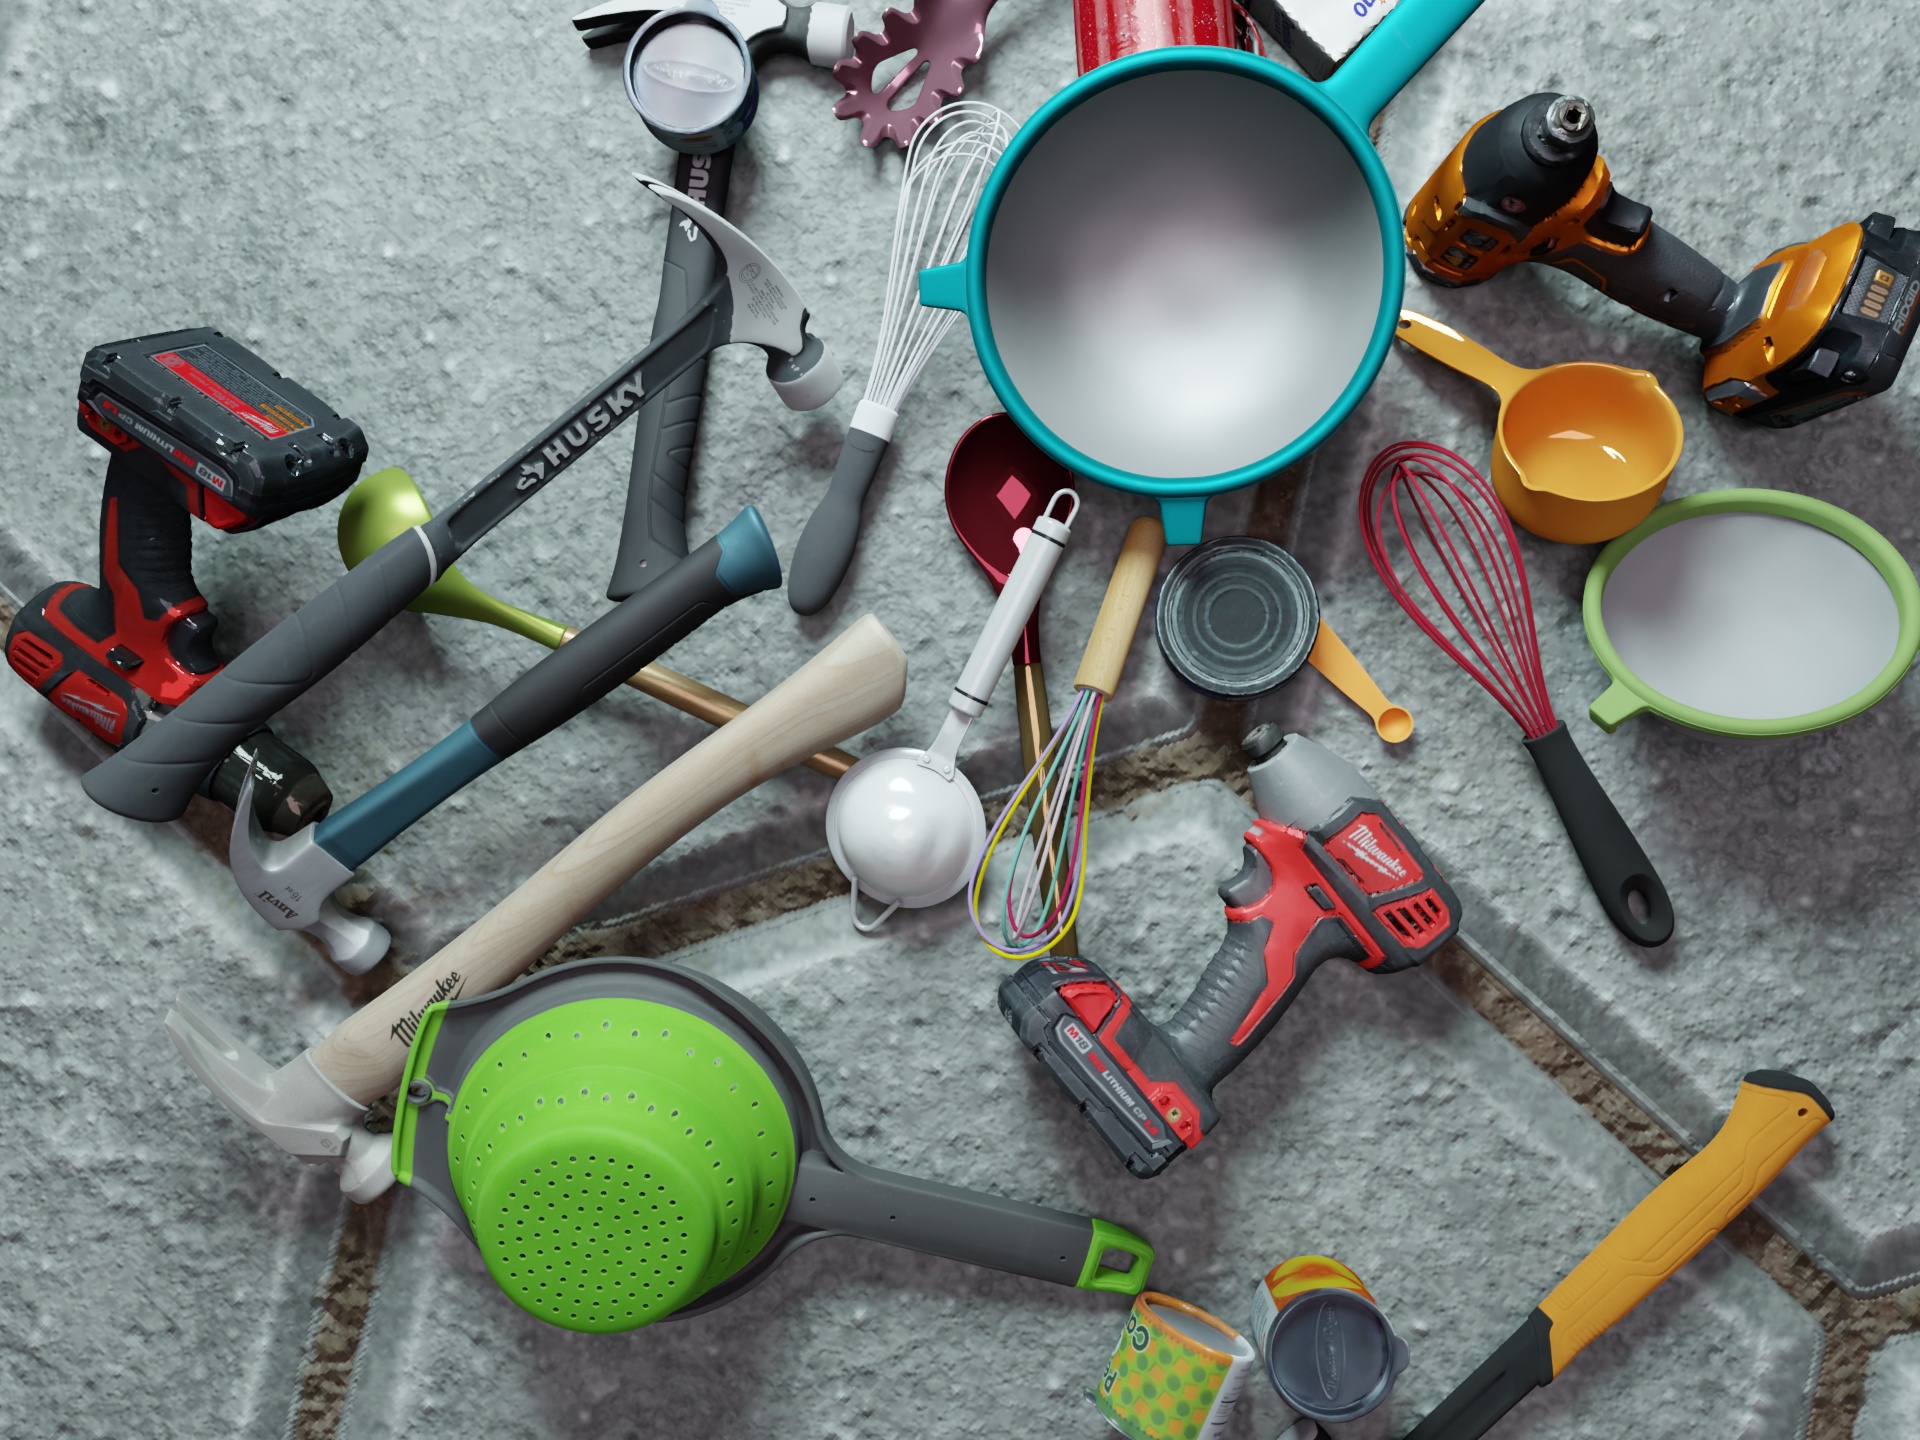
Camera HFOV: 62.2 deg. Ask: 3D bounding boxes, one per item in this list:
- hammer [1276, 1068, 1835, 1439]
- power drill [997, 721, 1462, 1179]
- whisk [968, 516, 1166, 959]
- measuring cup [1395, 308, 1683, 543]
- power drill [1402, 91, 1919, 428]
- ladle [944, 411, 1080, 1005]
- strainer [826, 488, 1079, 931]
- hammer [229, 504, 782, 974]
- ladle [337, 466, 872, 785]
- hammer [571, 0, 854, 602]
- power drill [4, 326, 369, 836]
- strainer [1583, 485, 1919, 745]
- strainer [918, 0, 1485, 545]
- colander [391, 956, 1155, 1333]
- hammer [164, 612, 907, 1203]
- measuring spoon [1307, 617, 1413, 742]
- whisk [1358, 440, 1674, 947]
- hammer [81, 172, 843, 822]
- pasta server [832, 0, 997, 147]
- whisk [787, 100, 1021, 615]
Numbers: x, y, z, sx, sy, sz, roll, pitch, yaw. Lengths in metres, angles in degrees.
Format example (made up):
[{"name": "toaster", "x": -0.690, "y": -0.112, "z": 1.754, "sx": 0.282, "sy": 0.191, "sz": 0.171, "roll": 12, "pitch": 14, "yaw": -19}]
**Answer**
[{"name": "hammer", "x": 0.322, "y": 0.311, "z": 0.817, "sx": 0.337, "sy": 0.034, "sz": 0.127, "roll": -44, "pitch": 86, "yaw": 1}, {"name": "power drill", "x": 0.132, "y": 0.111, "z": 0.804, "sx": 0.219, "sy": 0.078, "sz": 0.143, "roll": -39, "pitch": 96, "yaw": -4}, {"name": "whisk", "x": 0.065, "y": 0.007, "z": 0.816, "sx": 0.047, "sy": 0.051, "sz": 0.245, "roll": 6, "pitch": 69, "yaw": 44}, {"name": "measuring cup", "x": 0.288, "y": -0.158, "z": 0.830, "sx": 0.095, "sy": 0.052, "sz": 0.174, "roll": -41, "pitch": 61, "yaw": -13}, {"name": "power drill", "x": 0.340, "y": -0.228, "z": 0.769, "sx": 0.226, "sy": 0.164, "sz": 0.084, "roll": 24, "pitch": 89, "yaw": 1}, {"name": "ladle", "x": 0.040, "y": -0.004, "z": 0.843, "sx": 0.069, "sy": 0.031, "sz": 0.315, "roll": -7, "pitch": 90, "yaw": 1}, {"name": "strainer", "x": -0.001, "y": -0.003, "z": 0.820, "sx": 0.087, "sy": 0.050, "sz": 0.258, "roll": 27, "pitch": 95, "yaw": 7}, {"name": "hammer", "x": -0.226, "y": 0.002, "z": 0.803, "sx": 0.331, "sy": 0.033, "sz": 0.128, "roll": -34, "pitch": 127, "yaw": 6}, {"name": "ladle", "x": -0.181, "y": -0.041, "z": 0.846, "sx": 0.320, "sy": 0.078, "sz": 0.062, "roll": 25, "pitch": 51, "yaw": -5}, {"name": "hammer", "x": -0.153, "y": -0.228, "z": 0.854, "sx": 0.146, "sy": 0.035, "sz": 0.335, "roll": 8, "pitch": 89, "yaw": 2}, {"name": "power drill", "x": -0.378, "y": -0.060, "z": 0.805, "sx": 0.188, "sy": 0.080, "sz": 0.226, "roll": 35, "pitch": 119, "yaw": 4}, {"name": "strainer", "x": 0.441, "y": -0.035, "z": 0.781, "sx": 0.256, "sy": 0.069, "sz": 0.152, "roll": 6, "pitch": 58, "yaw": 20}, {"name": "strainer", "x": 0.155, "y": -0.267, "z": 0.789, "sx": 0.211, "sy": 0.095, "sz": 0.340, "roll": 43, "pitch": 106, "yaw": -4}, {"name": "colander", "x": -0.092, "y": 0.247, "z": 0.784, "sx": 0.397, "sy": 0.094, "sz": 0.204, "roll": 15, "pitch": 105, "yaw": -5}, {"name": "hammer", "x": -0.202, "y": 0.076, "z": 0.812, "sx": 0.410, "sy": 0.038, "sz": 0.146, "roll": -38, "pitch": 114, "yaw": 2}, {"name": "measuring spoon", "x": 0.197, "y": -0.034, "z": 0.847, "sx": 0.021, "sy": 0.011, "sz": 0.117, "roll": -43, "pitch": 84, "yaw": 5}, {"name": "whisk", "x": 0.292, "y": -0.012, "z": 0.819, "sx": 0.073, "sy": 0.073, "sz": 0.296, "roll": -29, "pitch": 94, "yaw": 1}, {"name": "hammer", "x": -0.245, "y": -0.094, "z": 0.762, "sx": 0.409, "sy": 0.149, "sz": 0.036, "roll": -41, "pitch": 47, "yaw": -6}, {"name": "pasta server", "x": 0.054, "y": -0.421, "z": 0.818, "sx": 0.316, "sy": 0.040, "sz": 0.060, "roll": -42, "pitch": 105, "yaw": 14}, {"name": "whisk", "x": -0.035, "y": -0.189, "z": 0.840, "sx": 0.070, "sy": 0.070, "sz": 0.284, "roll": 22, "pitch": 94, "yaw": 3}]
